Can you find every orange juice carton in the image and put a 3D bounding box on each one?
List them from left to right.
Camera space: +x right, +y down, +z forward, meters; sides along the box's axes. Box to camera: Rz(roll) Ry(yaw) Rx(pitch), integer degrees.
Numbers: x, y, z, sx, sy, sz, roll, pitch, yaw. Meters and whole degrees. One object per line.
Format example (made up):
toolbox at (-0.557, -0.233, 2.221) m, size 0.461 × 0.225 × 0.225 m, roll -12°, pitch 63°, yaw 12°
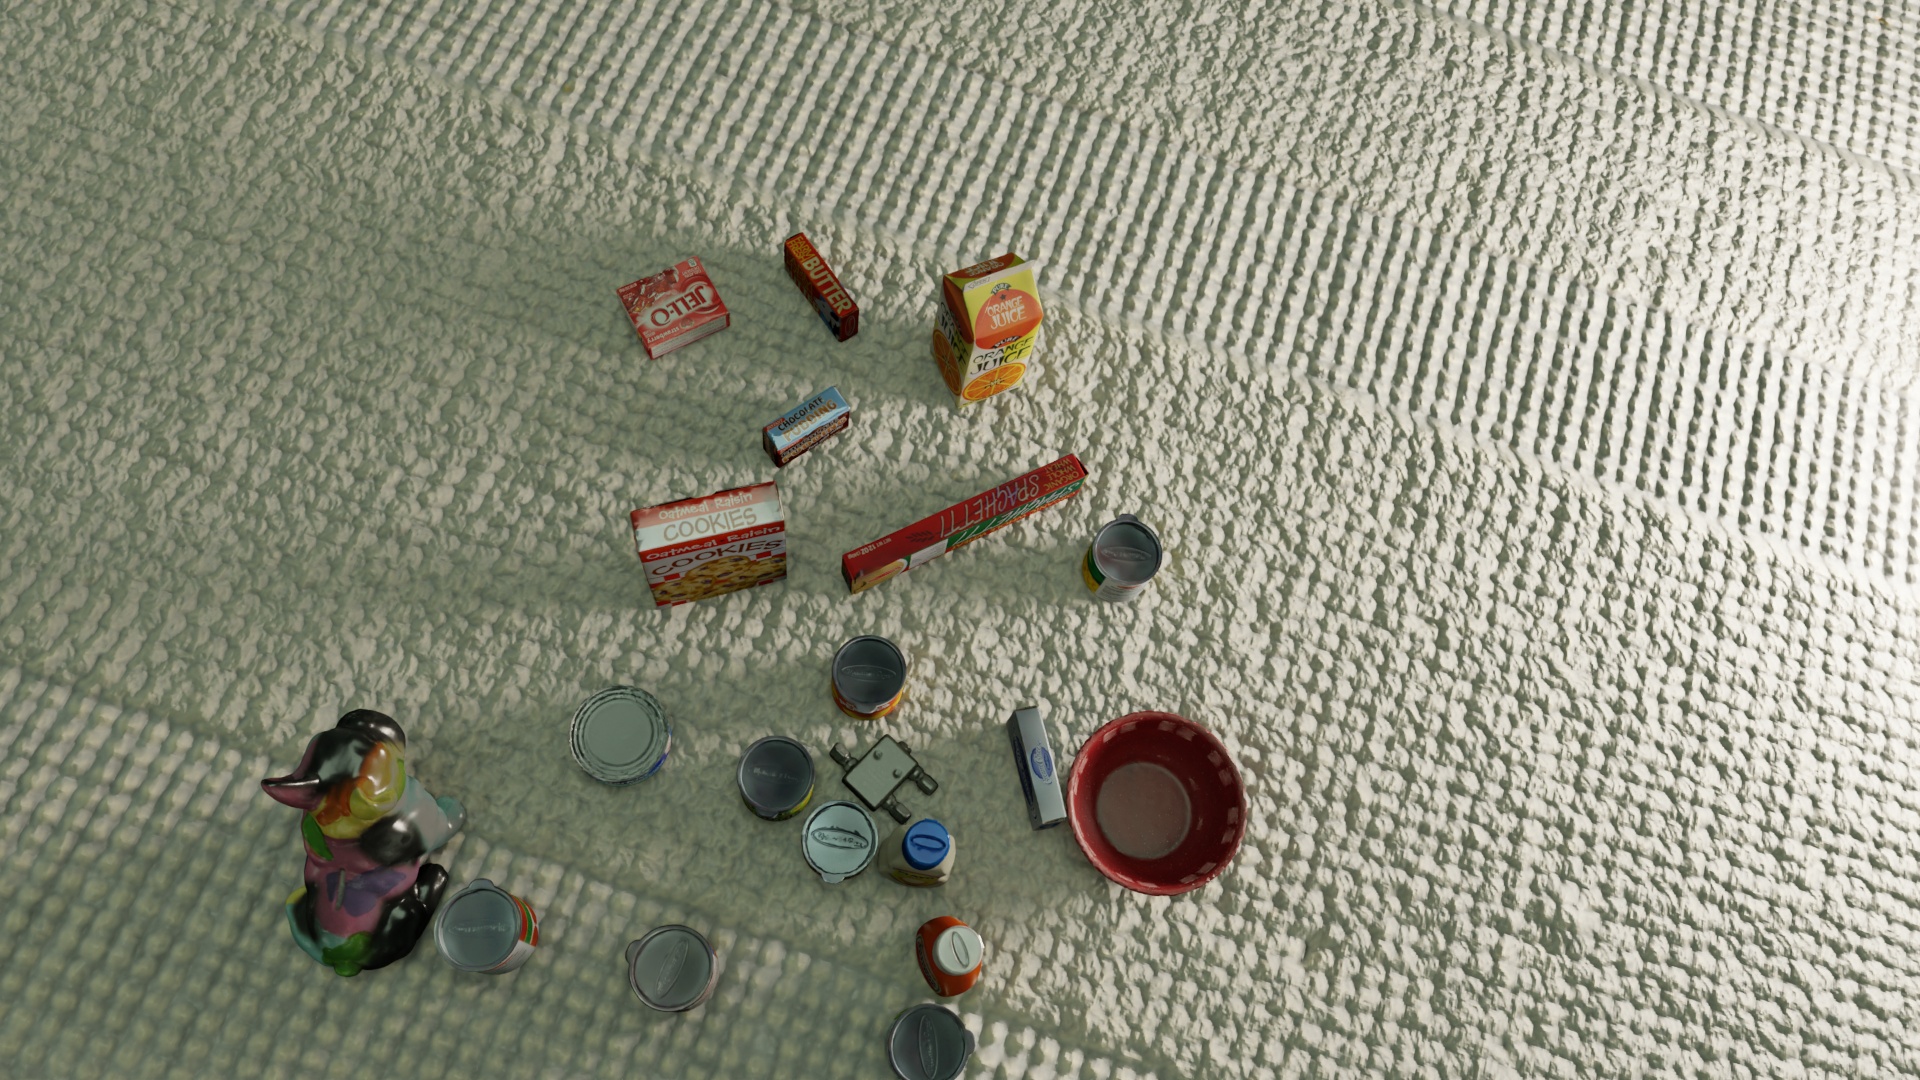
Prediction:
orange juice carton at (0.025, -0.204, 1.306) m, size 0.072 × 0.192 × 0.073 m, roll -21°, pitch 74°, yaw -13°

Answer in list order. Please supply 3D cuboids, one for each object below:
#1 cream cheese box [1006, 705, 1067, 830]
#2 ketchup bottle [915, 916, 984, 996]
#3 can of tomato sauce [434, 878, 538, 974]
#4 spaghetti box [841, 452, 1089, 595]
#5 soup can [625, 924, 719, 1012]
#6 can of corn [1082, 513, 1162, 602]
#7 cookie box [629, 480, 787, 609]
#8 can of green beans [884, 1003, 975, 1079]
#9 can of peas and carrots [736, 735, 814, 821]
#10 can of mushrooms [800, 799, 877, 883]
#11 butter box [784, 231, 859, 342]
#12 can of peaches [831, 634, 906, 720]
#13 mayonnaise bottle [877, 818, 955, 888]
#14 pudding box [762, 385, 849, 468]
cream cheese box at (0.067, 0.203, 1.237) m, size 0.024 × 0.053 × 0.104 m, roll -11°, pitch 72°, yaw -10°
ketchup bottle at (-0.007, 0.336, 1.129) m, size 0.043 × 0.148 × 0.065 m, roll -18°, pitch 74°, yaw -12°
can of tomato sauce at (-0.383, 0.315, 1.128) m, size 0.071 × 0.082 × 0.071 m, roll 2°, pitch 70°, yaw -6°
spaghetti box at (0.005, -0.016, 1.311) m, size 0.251 × 0.050 × 0.029 m, roll -24°, pitch 75°, yaw -14°
soup can at (-0.234, 0.349, 1.132) m, size 0.071 × 0.083 × 0.071 m, roll 2°, pitch 70°, yaw -6°
can of corn at (0.152, 0.017, 1.312) m, size 0.071 × 0.058 × 0.071 m, roll 2°, pitch 70°, yaw -6°
cookie box at (-0.217, 0.005, 1.215) m, size 0.123 × 0.167 × 0.040 m, roll -13°, pitch 73°, yaw -11°
can of green beans at (-0.029, 0.417, 1.145) m, size 0.071 × 0.057 × 0.071 m, roll 2°, pitch 70°, yaw -6°
can of peas and carrots at (-0.160, 0.210, 1.205) m, size 0.071 × 0.058 × 0.071 m, roll 2°, pitch 70°, yaw -6°
can of mushrooms at (-0.106, 0.263, 1.205) m, size 0.071 × 0.033 × 0.071 m, roll 2°, pitch 70°, yaw -6°
butter box at (-0.139, -0.251, 1.379) m, size 0.024 × 0.053 × 0.103 m, roll -32°, pitch 77°, yaw -16°
can of peaches at (-0.083, 0.126, 1.245) m, size 0.071 × 0.058 × 0.071 m, roll 2°, pitch 70°, yaw -6°
mayonnaise bottle at (-0.034, 0.260, 1.154) m, size 0.065 × 0.147 × 0.041 m, roll 12°, pitch 70°, yaw -2°
pudding box at (-0.148, -0.109, 1.328) m, size 0.084 × 0.049 × 0.030 m, roll -33°, pitch 77°, yaw -16°
